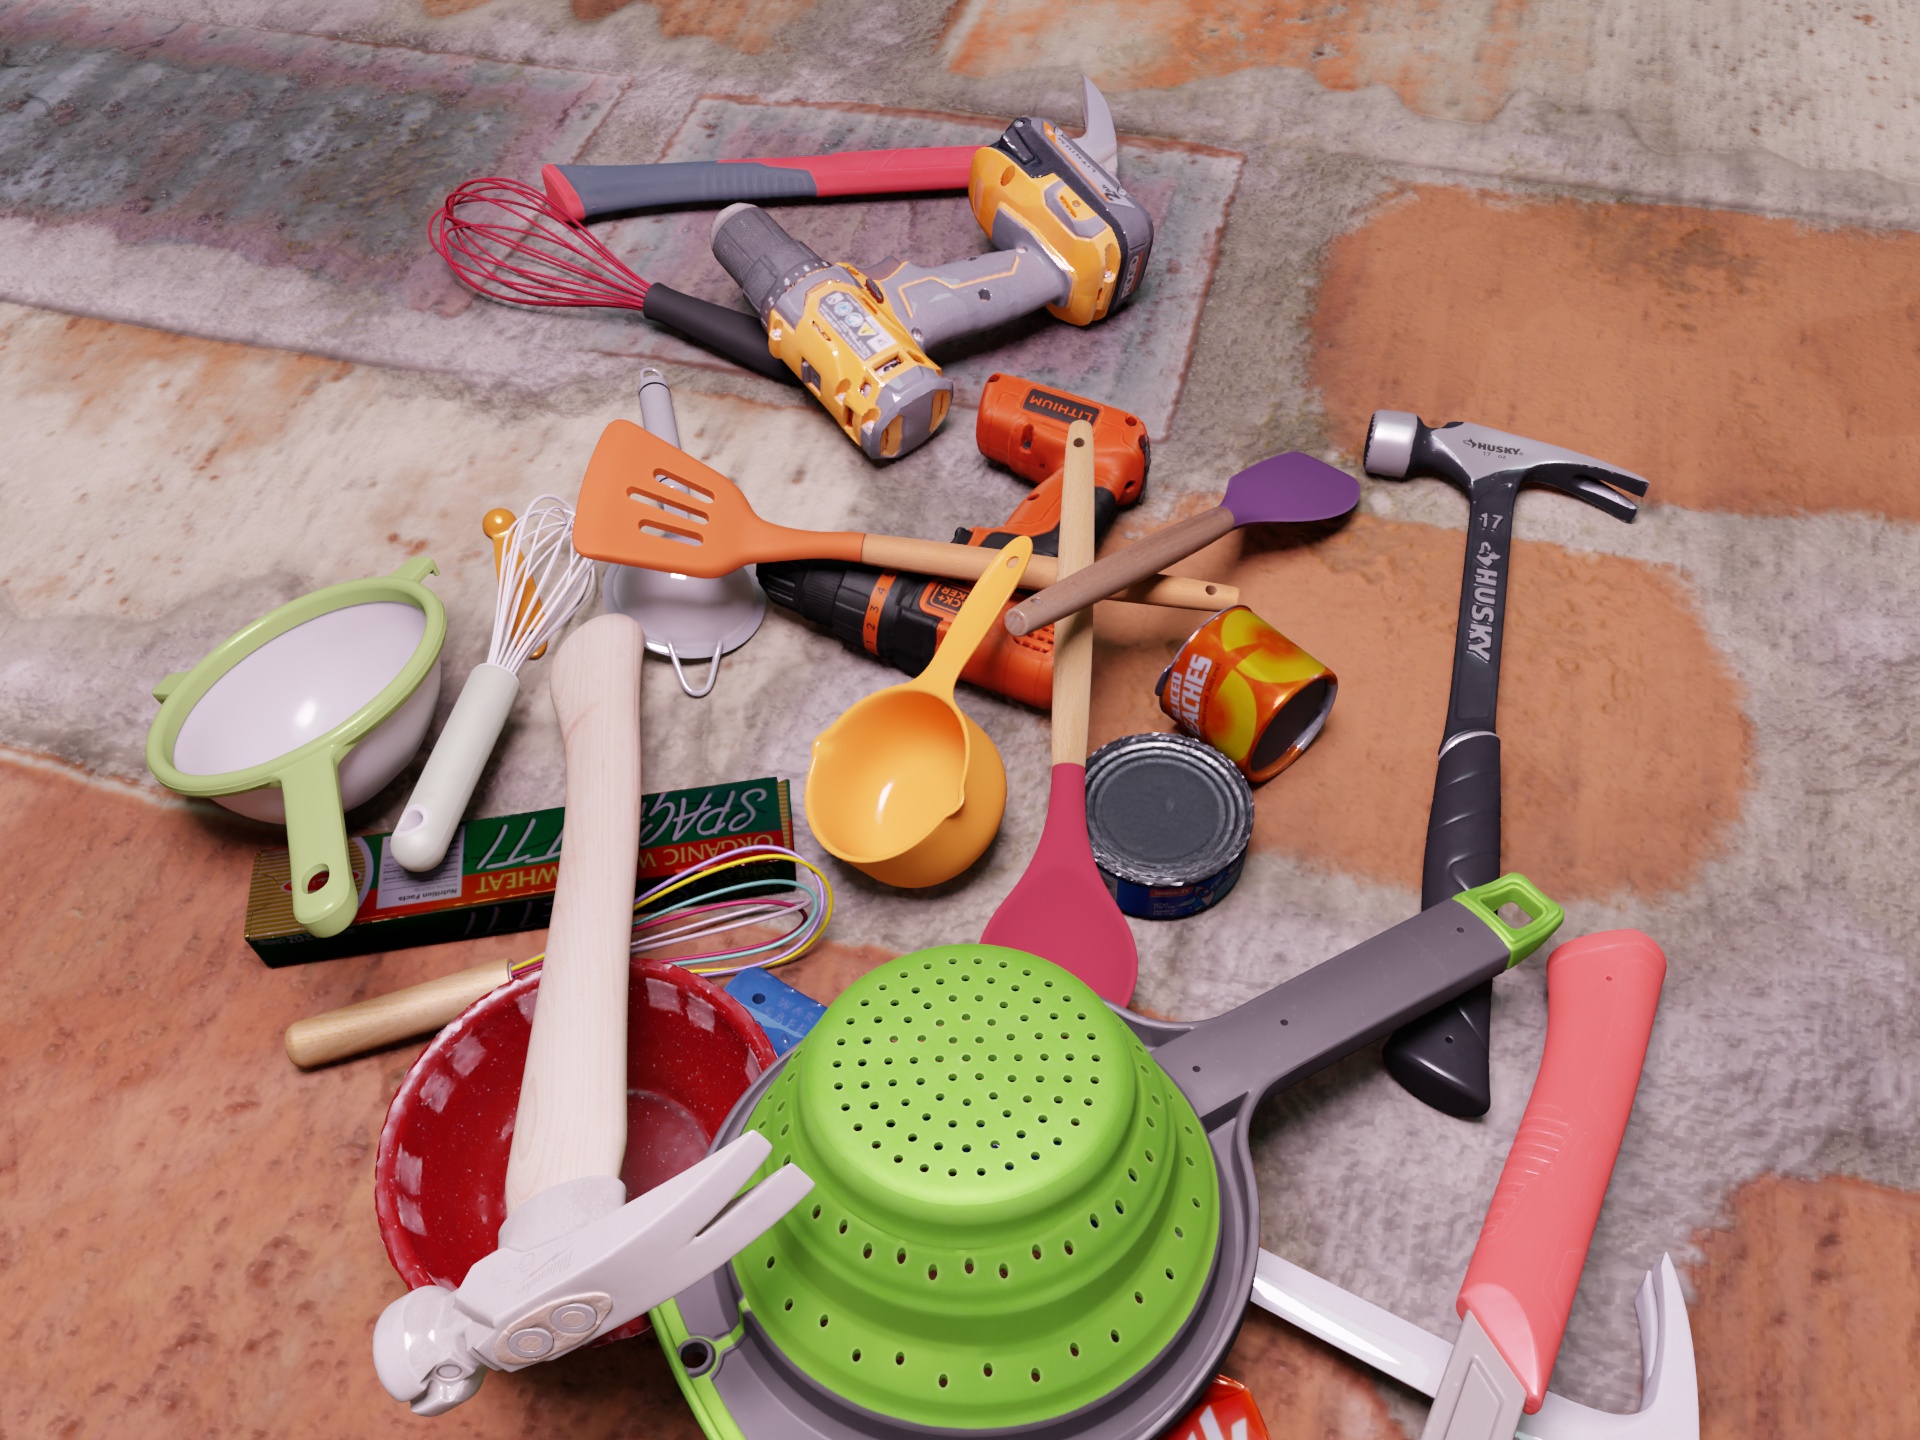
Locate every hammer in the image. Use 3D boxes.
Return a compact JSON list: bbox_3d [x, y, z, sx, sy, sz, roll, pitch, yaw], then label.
[{"bbox_3d":[0.079,0.192,0.623,0.406,0.035,0.144,23,51,21],"label":"hammer"},{"bbox_3d":[0.207,0.197,0.557,0.149,0.036,0.359,21,41,22],"label":"hammer"},{"bbox_3d":[-0.140,0.064,0.644,0.146,0.038,0.411,-31,33,11],"label":"hammer"},{"bbox_3d":[-0.088,-0.381,1.085,0.386,0.038,0.143,-3,51,1],"label":"hammer"},{"bbox_3d":[0.253,0.000,0.771,0.149,0.036,0.409,11,54,10],"label":"hammer"}]

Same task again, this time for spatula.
[{"bbox_3d":[0.119,-0.092,0.790,0.060,0.018,0.316,33,37,25],"label":"spatula"},{"bbox_3d":[-0.024,-0.085,0.778,0.322,0.041,0.081,8,64,4],"label":"spatula"}]

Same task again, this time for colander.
[{"bbox_3d":[0.074,0.117,0.578,0.397,0.094,0.205,-22,44,-22],"label":"colander"}]

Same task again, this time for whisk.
[{"bbox_3d":[-0.208,-0.270,0.994,0.296,0.073,0.073,25,57,13],"label":"whisk"},{"bbox_3d":[-0.174,0.112,0.702,0.245,0.047,0.051,-16,46,-4],"label":"whisk"},{"bbox_3d":[-0.228,-0.025,0.789,0.058,0.059,0.247,-9,44,20],"label":"whisk"}]

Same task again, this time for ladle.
[{"bbox_3d":[0.049,-0.003,0.726,0.069,0.031,0.316,2,66,6],"label":"ladle"}]

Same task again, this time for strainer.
[{"bbox_3d":[-0.161,-0.122,0.886,0.087,0.050,0.259,-2,47,-18],"label":"strainer"},{"bbox_3d":[-0.286,0.028,0.729,0.151,0.069,0.257,-27,40,-7],"label":"strainer"}]

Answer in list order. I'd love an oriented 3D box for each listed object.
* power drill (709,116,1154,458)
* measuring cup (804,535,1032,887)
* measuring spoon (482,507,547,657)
[{"bbox_3d":[-0.021,-0.276,0.955,0.226,0.084,0.185,-35,72,-20],"label":"power drill"},{"bbox_3d":[-0.001,-0.002,0.741,0.095,0.052,0.174,21,75,39],"label":"measuring cup"},{"bbox_3d":[-0.244,-0.078,0.870,0.021,0.011,0.117,-18,53,-11],"label":"measuring spoon"}]
